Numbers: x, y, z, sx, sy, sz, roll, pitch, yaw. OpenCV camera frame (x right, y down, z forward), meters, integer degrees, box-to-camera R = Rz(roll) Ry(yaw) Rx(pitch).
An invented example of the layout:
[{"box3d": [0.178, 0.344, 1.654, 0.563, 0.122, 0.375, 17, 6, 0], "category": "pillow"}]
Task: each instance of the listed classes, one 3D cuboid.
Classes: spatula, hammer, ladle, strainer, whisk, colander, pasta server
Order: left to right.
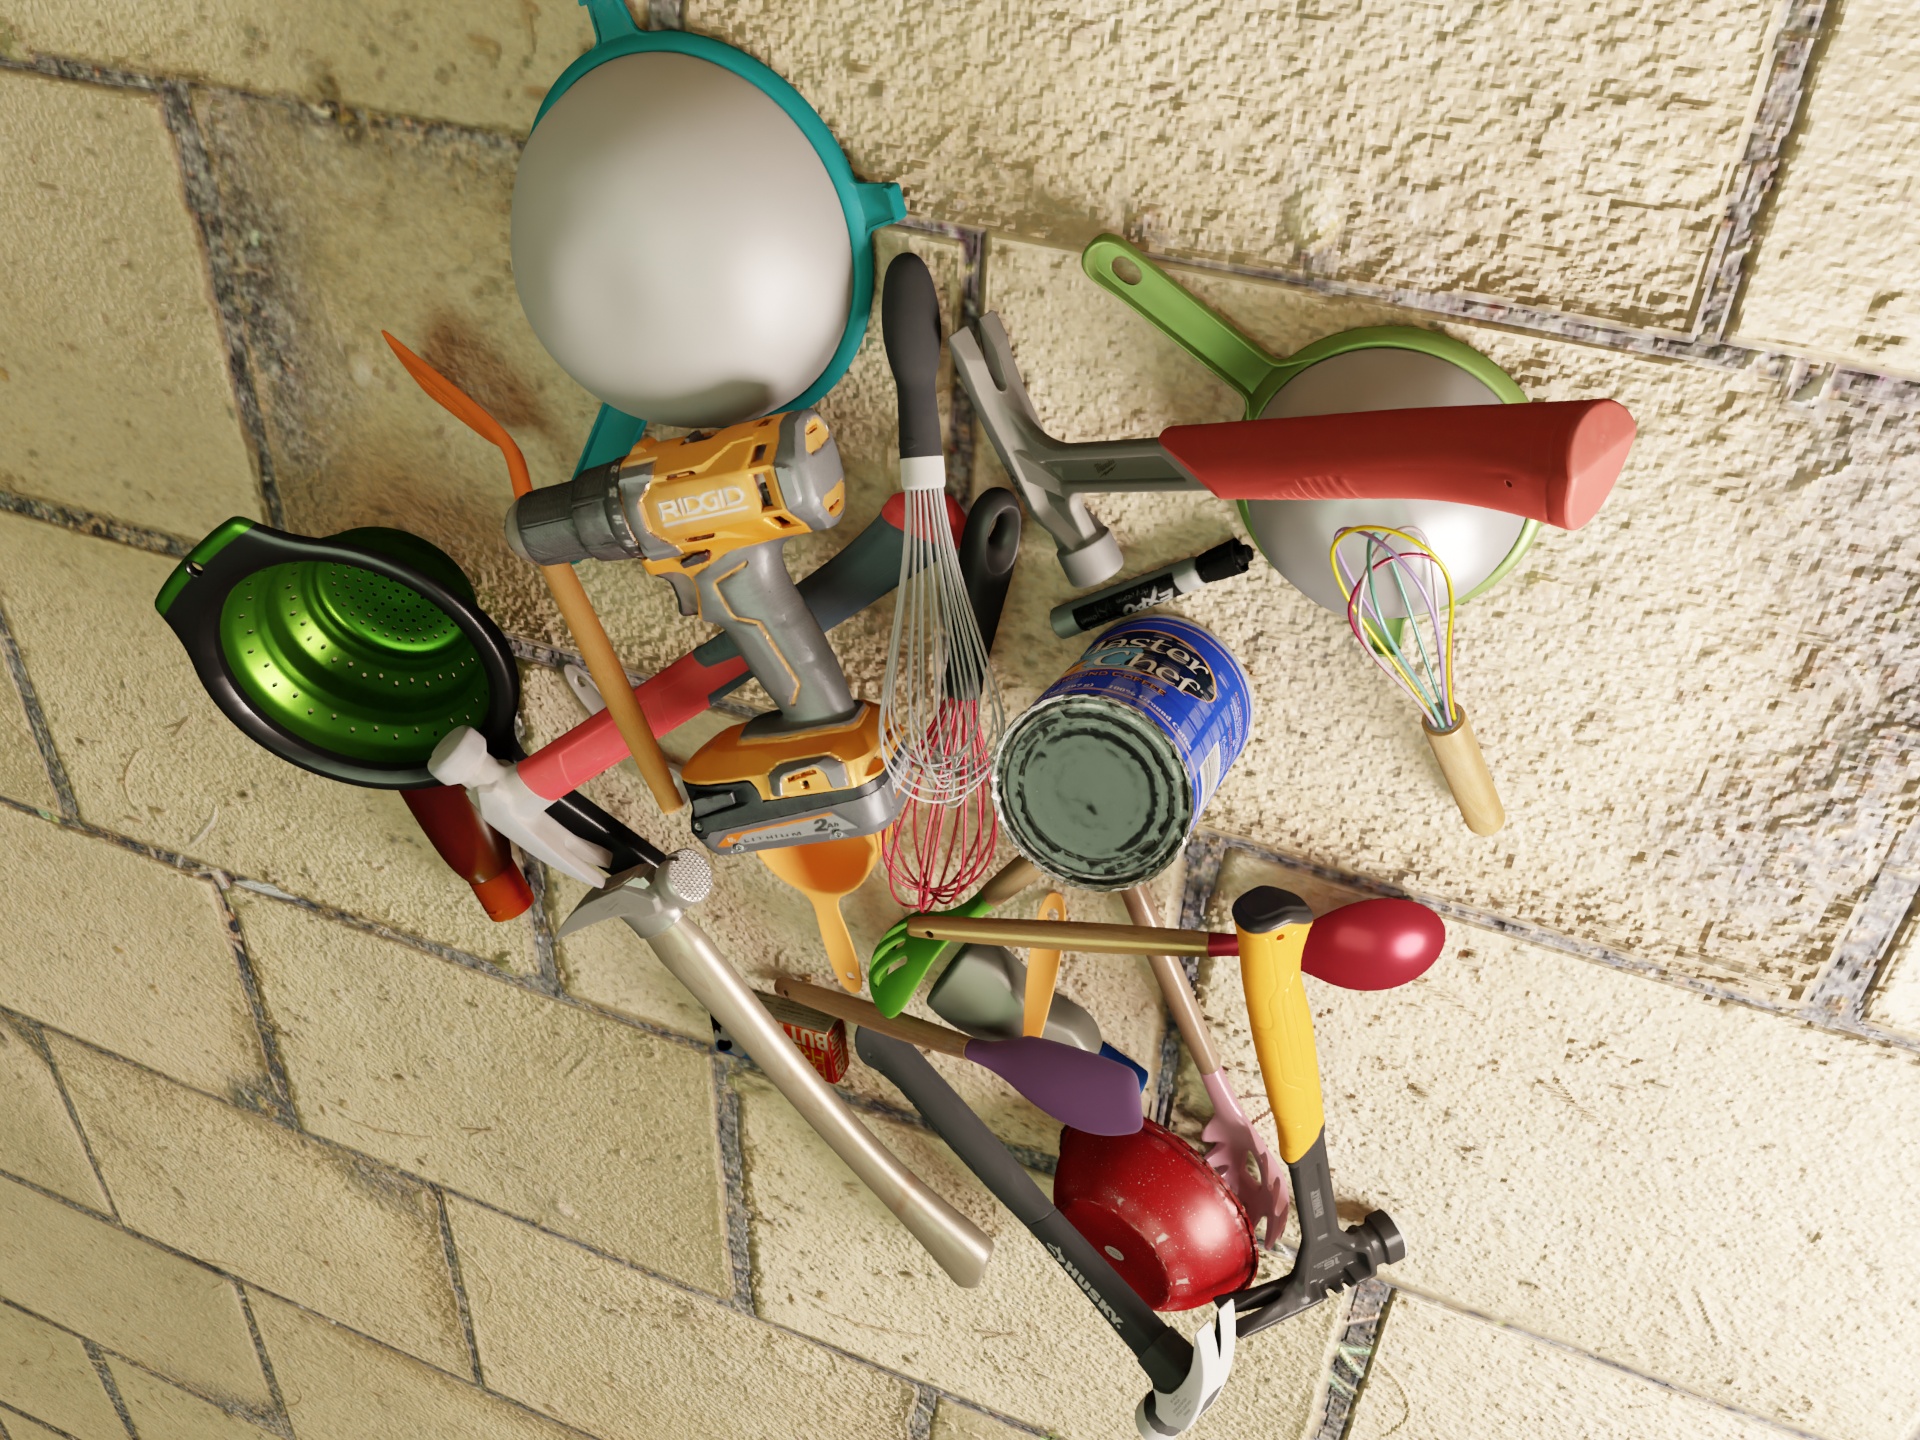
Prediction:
[{"box3d": [-0.324, -0.010, 1.068, 0.204, 0.095, 0.396, -33, 121, 29], "category": "colander"}, {"box3d": [-0.244, -0.086, 0.923, 0.323, 0.041, 0.081, 62, 173, 8], "category": "spatula"}, {"box3d": [-0.185, -0.194, 0.857, 0.211, 0.095, 0.340, 35, 129, 1], "category": "strainer"}, {"box3d": [-0.143, -0.017, 0.957, 0.386, 0.038, 0.143, -29, 124, 27], "category": "hammer"}, {"box3d": [-0.118, 0.264, 1.141, 0.146, 0.038, 0.410, -24, 112, 38], "category": "hammer"}, {"box3d": [-0.016, -0.095, 0.818, 0.070, 0.070, 0.284, 0, 99, 27], "category": "whisk"}, {"box3d": [-0.012, 0.211, 1.041, 0.316, 0.018, 0.059, 10, 115, 40], "category": "spatula"}, {"box3d": [-0.001, -0.003, 0.915, 0.073, 0.073, 0.295, 20, 127, 13], "category": "whisk"}, {"box3d": [0.046, 0.317, 1.052, 0.335, 0.035, 0.146, 44, 141, 22], "category": "hammer"}, {"box3d": [0.120, 0.128, 0.932, 0.315, 0.031, 0.069, 1, 125, 15], "category": "ladle"}, {"box3d": [0.144, 0.202, 0.999, 0.060, 0.040, 0.316, -1, 121, 46], "category": "pasta server"}, {"box3d": [0.120, -0.119, 0.678, 0.359, 0.037, 0.149, 13, 135, 60], "category": "hammer"}, {"box3d": [0.190, 0.233, 0.933, 0.127, 0.034, 0.336, -22, 124, -10], "category": "hammer"}, {"box3d": [0.153, -0.135, 0.744, 0.256, 0.069, 0.151, 38, 130, -3], "category": "strainer"}, {"box3d": [0.228, -0.012, 0.756, 0.047, 0.051, 0.244, -19, 138, 19], "category": "whisk"}]

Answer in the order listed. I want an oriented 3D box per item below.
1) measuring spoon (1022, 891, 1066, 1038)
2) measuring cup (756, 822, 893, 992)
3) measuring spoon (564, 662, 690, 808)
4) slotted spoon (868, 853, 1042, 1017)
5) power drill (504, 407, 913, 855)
[{"box3d": [0.052, 0.165, 1.008, 0.021, 0.011, 0.117, 11, 97, 22], "category": "measuring spoon"}, {"box3d": [-0.078, 0.097, 1.031, 0.095, 0.052, 0.173, 4, 125, 25], "category": "measuring cup"}, {"box3d": [-0.221, 0.007, 1.068, 0.124, 0.018, 0.034, 50, 129, -3], "category": "measuring spoon"}, {"box3d": [0.034, 0.093, 0.975, 0.031, 0.070, 0.313, 30, 128, -25], "category": "slotted spoon"}, {"box3d": [-0.134, -0.043, 0.860, 0.185, 0.084, 0.226, -9, 112, 16], "category": "power drill"}]
